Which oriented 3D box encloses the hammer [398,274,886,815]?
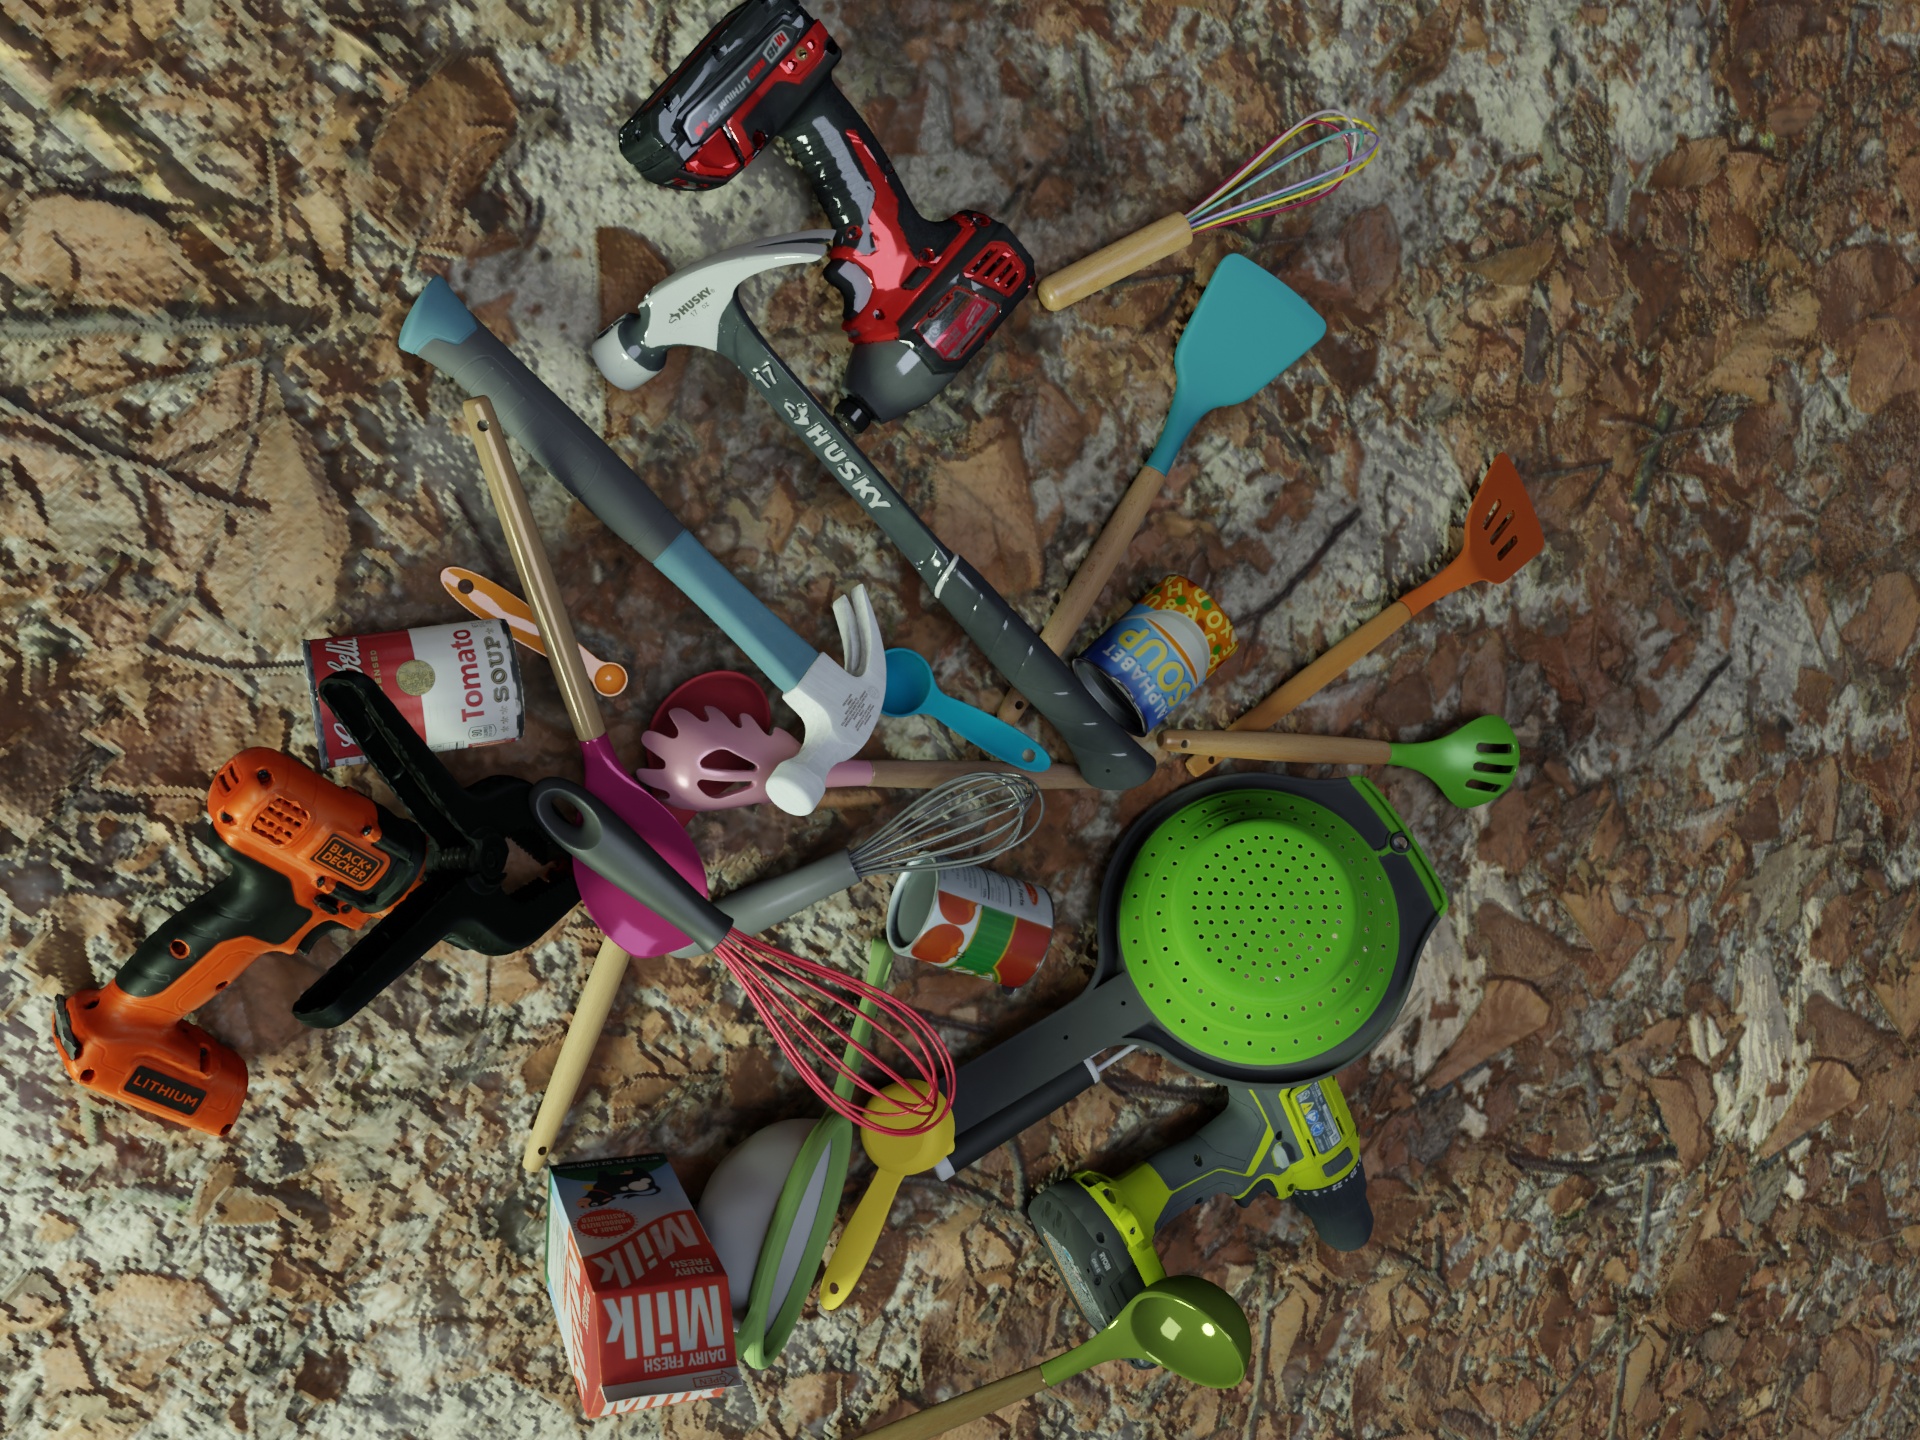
[{"bbox_3d":[-0.167,-0.103,0.854,0.331,0.033,0.128,45,54,-15],"label":"hammer"}]

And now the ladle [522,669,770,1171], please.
[{"bbox_3d":[-0.190,0.115,0.917,0.069,0.031,0.315,21,93,-29],"label":"ladle"}]

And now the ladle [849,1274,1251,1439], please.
[{"bbox_3d":[0.030,0.428,0.995,0.320,0.062,0.078,-25,107,7],"label":"ladle"}]

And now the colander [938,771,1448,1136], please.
[{"bbox_3d":[0.115,0.163,0.978,0.397,0.094,0.205,-30,74,-2],"label":"colander"}]

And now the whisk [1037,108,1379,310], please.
[{"bbox_3d":[0.153,-0.313,0.976,0.245,0.051,0.047,-29,89,-11],"label":"whisk"}]

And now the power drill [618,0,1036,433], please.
[{"bbox_3d":[-0.072,-0.270,0.869,0.219,0.079,0.143,43,83,-26],"label":"power drill"}]

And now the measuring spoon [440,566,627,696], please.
[{"bbox_3d":[-0.235,-0.050,0.878,0.116,0.011,0.021,35,88,-21],"label":"measuring spoon"}]

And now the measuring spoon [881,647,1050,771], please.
[{"bbox_3d":[-0.002,-0.003,0.965,0.128,0.021,0.042,29,92,-14],"label":"measuring spoon"}]

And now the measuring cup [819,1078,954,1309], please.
[{"bbox_3d":[-0.055,0.295,0.980,0.156,0.062,0.029,-65,159,3],"label":"measuring cup"}]

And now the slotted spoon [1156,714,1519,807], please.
[{"bbox_3d":[0.267,0.023,1.077,0.313,0.031,0.070,4,104,-26],"label":"slotted spoon"}]

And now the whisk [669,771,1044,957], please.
[{"bbox_3d":[-0.063,0.088,0.930,0.239,0.055,0.055,-24,109,1],"label":"whisk"}]

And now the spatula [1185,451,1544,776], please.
[{"bbox_3d":[0.278,-0.063,1.082,0.322,0.041,0.081,-36,111,-8],"label":"spatula"}]

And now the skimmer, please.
[{"bbox_3d":[0.138,0.190,1.033,0.363,0.090,0.127,-30,80,-13],"label":"skimmer"}]

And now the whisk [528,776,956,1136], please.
[{"bbox_3d":[-0.117,0.129,0.870,0.295,0.073,0.073,42,83,-13],"label":"whisk"}]

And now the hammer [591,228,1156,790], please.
[{"bbox_3d":[-0.016,-0.099,0.903,0.408,0.149,0.036,46,36,-26],"label":"hammer"}]

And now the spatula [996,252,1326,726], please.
[{"bbox_3d":[0.110,-0.133,0.986,0.082,0.044,0.317,31,88,-20],"label":"spatula"}]

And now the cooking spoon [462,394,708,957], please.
[{"bbox_3d":[-0.203,-0.016,0.843,0.069,0.017,0.318,-16,109,-3],"label":"cooking spoon"}]

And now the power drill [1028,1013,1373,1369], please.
[{"bbox_3d":[0.177,0.331,1.085,0.228,0.080,0.190,-31,110,-17],"label":"power drill"}]

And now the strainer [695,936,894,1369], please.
[{"bbox_3d":[-0.105,0.247,0.951,0.069,0.151,0.256,14,73,9],"label":"strainer"}]

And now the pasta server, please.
[{"bbox_3d":[-0.036,0.029,0.947,0.316,0.040,0.060,2,105,-34],"label":"pasta server"}]
